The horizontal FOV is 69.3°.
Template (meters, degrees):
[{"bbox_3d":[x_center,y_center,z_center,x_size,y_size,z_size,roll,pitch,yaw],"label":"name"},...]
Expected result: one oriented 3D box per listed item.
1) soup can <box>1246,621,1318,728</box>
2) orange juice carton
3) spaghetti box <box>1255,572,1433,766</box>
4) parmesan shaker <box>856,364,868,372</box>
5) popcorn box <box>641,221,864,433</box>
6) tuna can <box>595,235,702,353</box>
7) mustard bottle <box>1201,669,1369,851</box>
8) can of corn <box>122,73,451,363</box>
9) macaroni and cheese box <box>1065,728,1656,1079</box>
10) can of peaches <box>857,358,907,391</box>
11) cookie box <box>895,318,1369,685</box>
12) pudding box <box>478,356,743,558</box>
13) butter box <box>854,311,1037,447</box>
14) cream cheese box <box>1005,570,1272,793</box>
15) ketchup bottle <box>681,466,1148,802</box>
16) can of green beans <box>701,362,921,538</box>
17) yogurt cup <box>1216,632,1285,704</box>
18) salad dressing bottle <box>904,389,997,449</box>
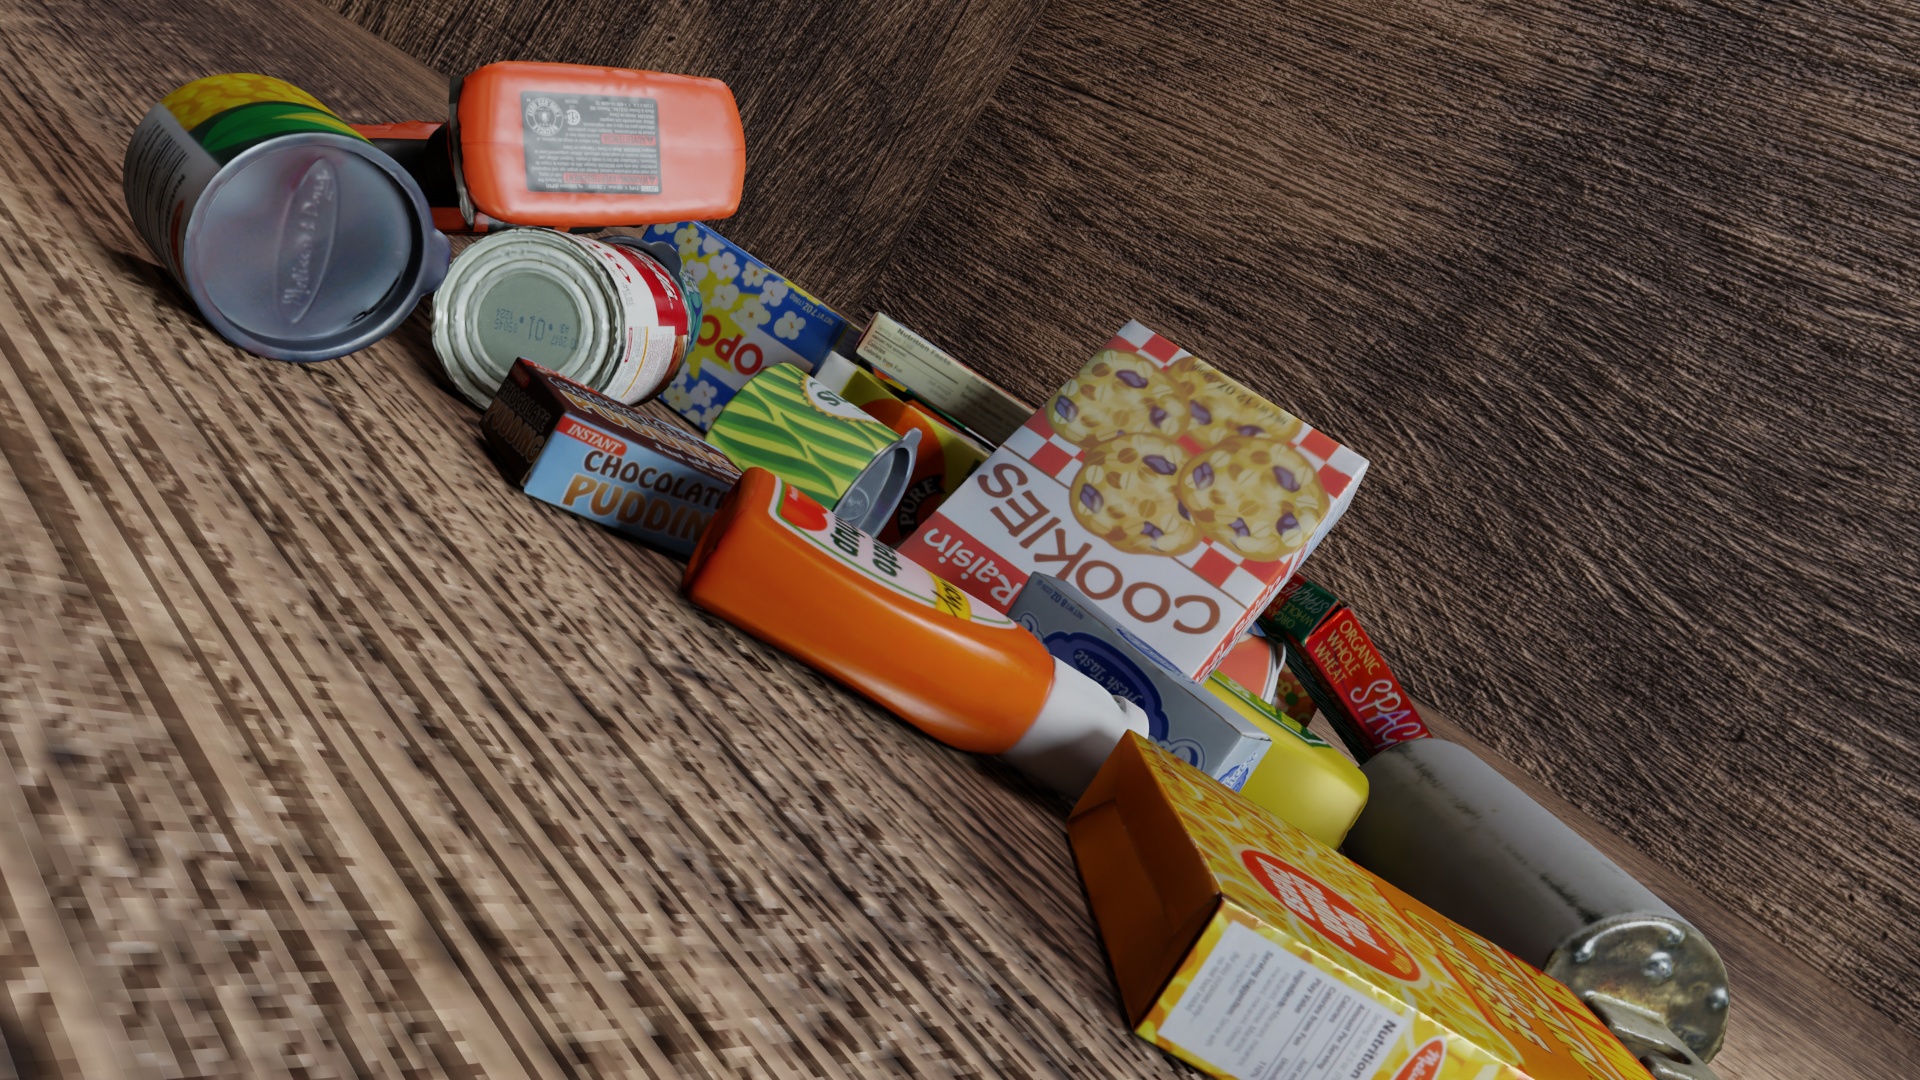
[{"bbox_3d":[0.138,0.071,0.727,0.084,0.071,0.071,32,7,-7],"label":"soup can"},{"bbox_3d":[0.002,-0.008,0.650,0.192,0.071,0.073,32,7,-7],"label":"orange juice carton"},{"bbox_3d":[0.219,0.106,0.700,0.249,0.029,0.050,49,-4,-32],"label":"spaghetti box"},{"bbox_3d":[-0.071,-0.067,0.744,0.103,0.071,0.071,36,8,31],"label":"parmesan shaker"},{"bbox_3d":[-0.119,-0.101,0.699,0.127,0.085,0.038,35,6,19],"label":"popcorn box"},{"bbox_3d":[-0.157,-0.112,0.665,0.071,0.071,0.033,33,6,3],"label":"tuna can"},{"bbox_3d":[0.093,0.073,0.586,0.160,0.049,0.065,34,4,8],"label":"mustard bottle"},{"bbox_3d":[-0.192,-0.092,0.397,0.058,0.071,0.071,37,8,36],"label":"can of corn"},{"bbox_3d":[0.114,0.124,0.371,0.166,0.040,0.124,31,7,-7],"label":"macaroni and cheese box"},{"bbox_3d":[-0.051,-0.068,0.825,0.058,0.071,0.071,29,8,-35],"label":"can of peaches"},{"bbox_3d":[0.070,-0.003,0.575,0.123,0.168,0.040,35,-28,18],"label":"cookie box"},{"bbox_3d":[-0.107,-0.023,0.448,0.083,0.030,0.050,26,8,-42],"label":"pudding box"},{"bbox_3d":[0.000,-0.071,0.662,0.103,0.024,0.053,32,7,-2],"label":"butter box"},{"bbox_3d":[0.051,0.060,0.479,0.104,0.053,0.024,38,11,38],"label":"cream cheese box"},{"bbox_3d":[-0.012,0.033,0.429,0.149,0.043,0.065,32,8,-13],"label":"ketchup bottle"},{"bbox_3d":[-0.059,-0.025,0.519,0.058,0.071,0.071,34,7,12],"label":"can of green beans"},{"bbox_3d":[0.109,0.067,0.649,0.054,0.072,0.072,24,8,-5],"label":"yogurt cup"},{"bbox_3d":[0.017,-0.028,0.782,0.147,0.064,0.044,48,26,-6],"label":"salad dressing bottle"}]
